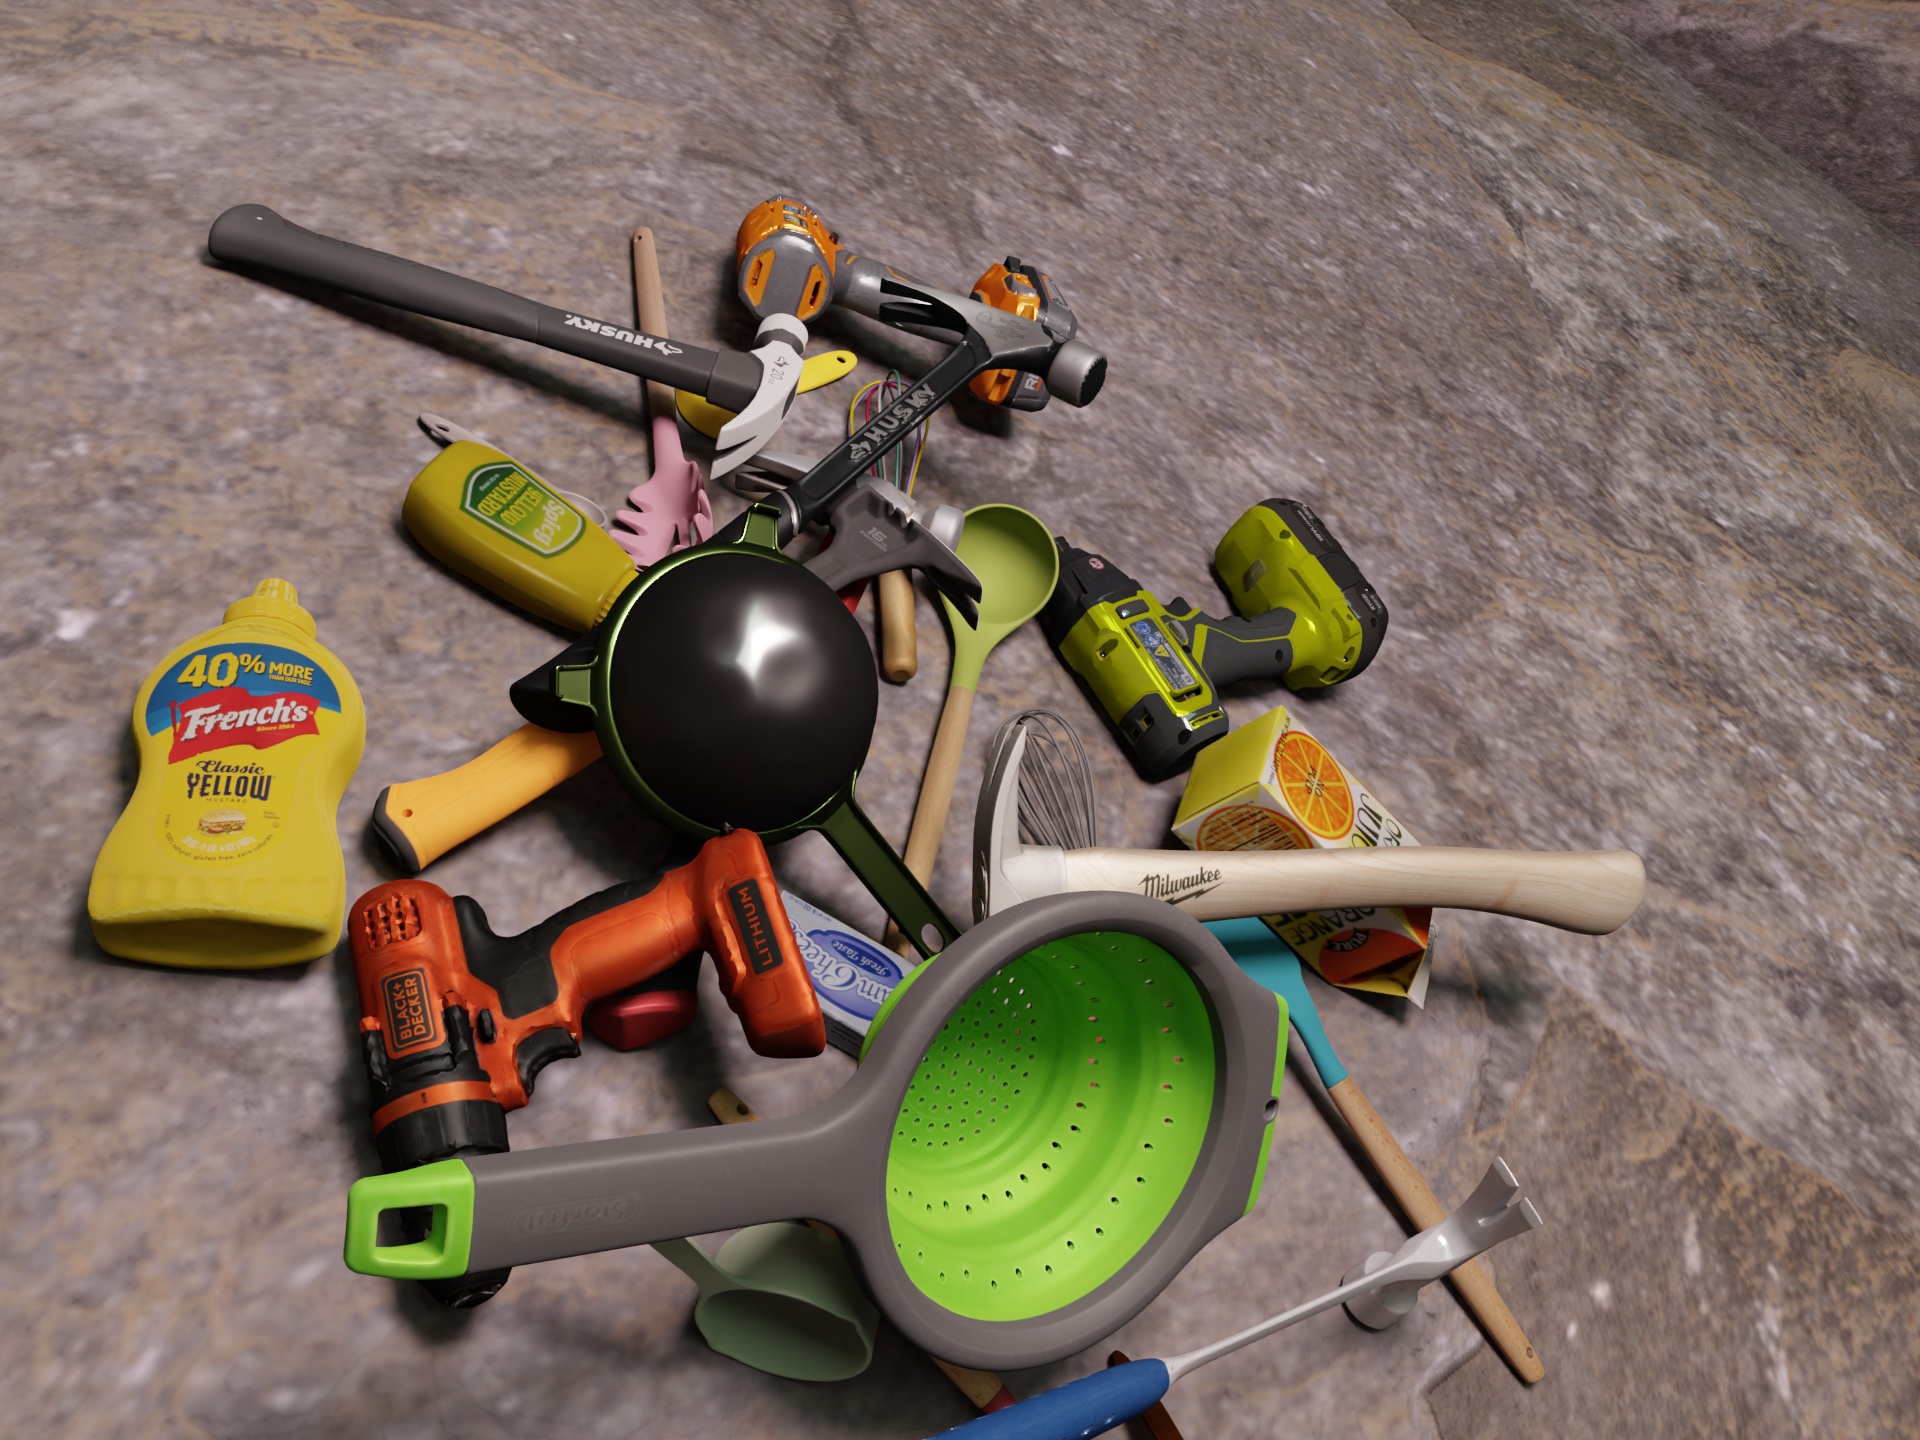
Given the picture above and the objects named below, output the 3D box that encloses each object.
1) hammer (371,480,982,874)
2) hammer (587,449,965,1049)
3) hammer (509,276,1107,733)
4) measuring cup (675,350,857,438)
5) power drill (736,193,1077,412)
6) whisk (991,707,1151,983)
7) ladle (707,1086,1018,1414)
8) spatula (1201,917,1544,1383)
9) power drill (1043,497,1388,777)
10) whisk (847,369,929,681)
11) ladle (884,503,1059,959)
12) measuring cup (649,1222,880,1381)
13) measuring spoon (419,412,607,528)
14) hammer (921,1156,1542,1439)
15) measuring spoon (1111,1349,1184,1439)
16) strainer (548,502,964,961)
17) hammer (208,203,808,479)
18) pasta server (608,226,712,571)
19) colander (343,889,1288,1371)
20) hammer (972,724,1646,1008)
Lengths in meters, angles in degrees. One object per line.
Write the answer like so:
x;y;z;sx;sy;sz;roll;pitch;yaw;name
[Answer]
-0.141;-0.020;0.812;0.127;0.034;0.337;40;56;23;hammer
-0.118;-0.003;0.847;0.143;0.038;0.387;18;51;4;hammer
-0.086;-0.126;0.864;0.149;0.036;0.409;30;53;19;hammer
-0.118;-0.227;1.041;0.062;0.029;0.156;48;48;10;measuring cup
-0.045;-0.299;1.100;0.226;0.084;0.164;14;28;-17;power drill
0.076;0.097;0.898;0.055;0.055;0.239;-6;63;-34;whisk
-0.004;0.283;0.712;0.315;0.031;0.069;45;31;10;ladle
0.221;0.229;0.897;0.082;0.044;0.318;-22;74;-42;spatula
0.165;-0.070;1.061;0.223;0.080;0.171;-19;68;-36;power drill
-0.040;-0.130;1.006;0.047;0.051;0.245;16;52;-28;whisk
-0.001;-0.003;0.921;0.078;0.062;0.320;18;50;-5;ladle
-0.096;0.212;0.650;0.167;0.083;0.038;50;35;-25;measuring cup
-0.256;-0.137;0.902;0.124;0.018;0.034;32;25;4;measuring spoon
0.093;0.278;0.688;0.405;0.144;0.035;-6;54;-35;hammer
0.098;0.339;0.722;0.021;0.011;0.117;26;20;-44;measuring spoon
-0.062;0.025;0.763;0.151;0.069;0.256;-45;105;-29;strainer
-0.259;-0.230;0.918;0.334;0.035;0.146;15;42;-8;hammer
-0.188;-0.206;0.979;0.040;0.060;0.317;52;20;-52;pasta server
-0.046;0.158;0.636;0.397;0.204;0.095;2;10;-34;colander
0.203;0.079;0.877;0.410;0.038;0.146;1;90;-19;hammer
